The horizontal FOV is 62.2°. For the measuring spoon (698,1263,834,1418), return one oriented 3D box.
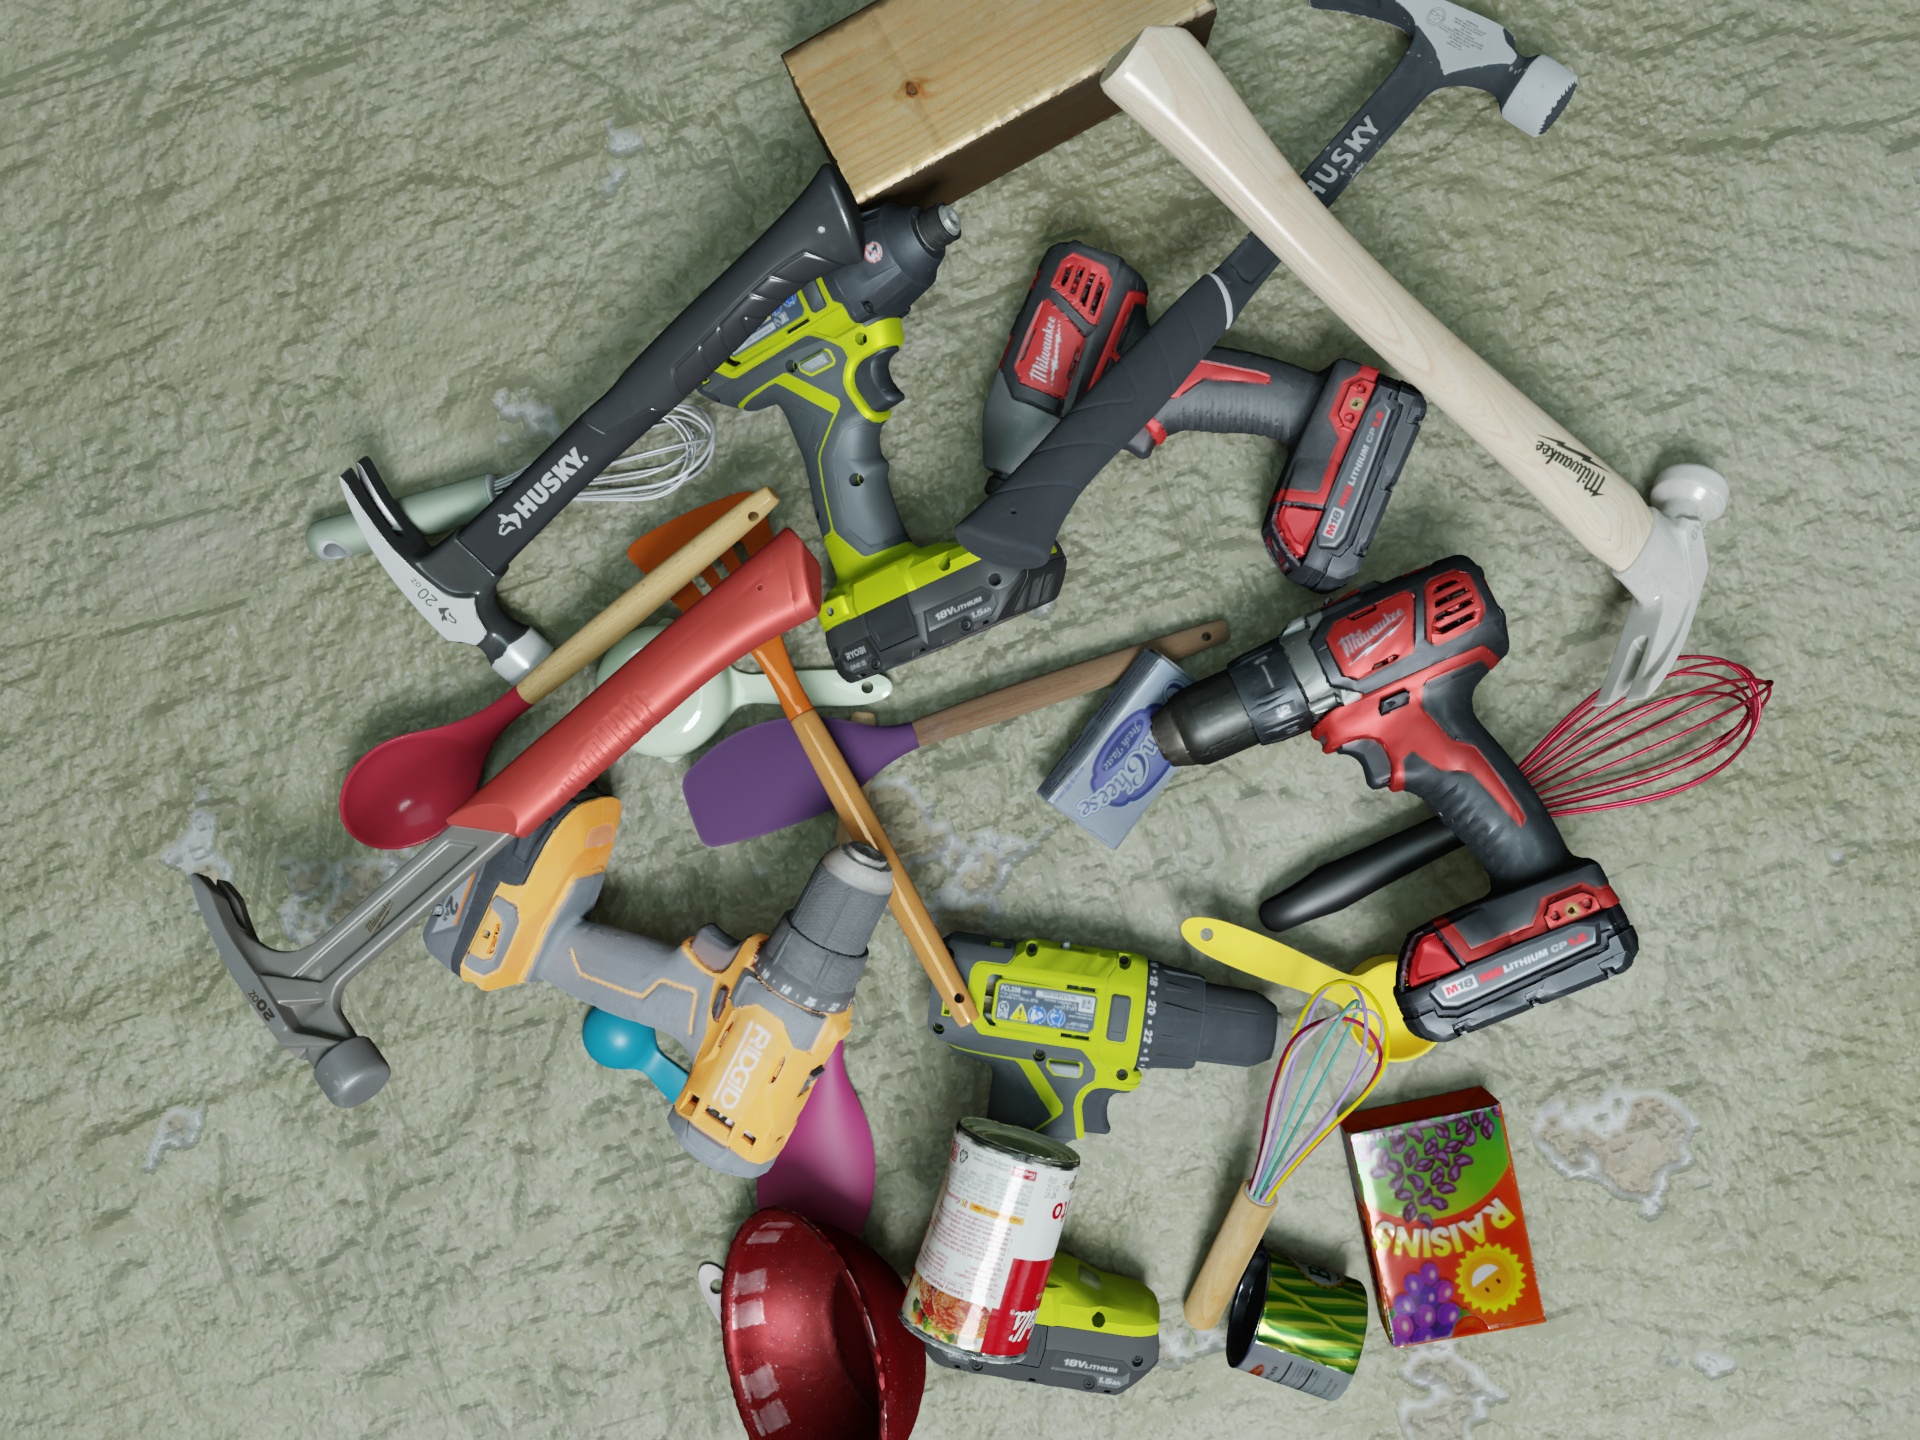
[{"bbox_3d":[-0.112,0.365,0.918,0.034,0.018,0.124,-36,83,-7],"label":"measuring spoon"}]

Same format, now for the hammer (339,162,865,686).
[{"bbox_3d":[-0.178,-0.163,0.825,0.334,0.035,0.146,-38,108,22],"label":"hammer"}]

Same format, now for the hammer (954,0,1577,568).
[{"bbox_3d":[0.139,-0.231,0.809,0.149,0.036,0.409,39,76,12],"label":"hammer"}]

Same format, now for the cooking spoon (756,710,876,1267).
[{"bbox_3d":[-0.072,0.153,0.903,0.069,0.017,0.319,6,92,9],"label":"cooking spoon"}]

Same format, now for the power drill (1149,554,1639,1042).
[{"bbox_3d":[0.218,0.047,0.813,0.188,0.080,0.227,-24,78,10],"label":"power drill"}]

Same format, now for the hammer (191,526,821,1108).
[{"bbox_3d":[-0.219,0.024,0.810,0.359,0.036,0.149,-41,71,-2],"label":"hammer"}]

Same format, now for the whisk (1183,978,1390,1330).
[{"bbox_3d":[0.167,0.238,0.840,0.047,0.051,0.244,25,119,14],"label":"whisk"}]

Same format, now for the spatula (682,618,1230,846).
[{"bbox_3d":[-0.001,-0.003,0.883,0.316,0.018,0.060,-18,92,-1],"label":"spatula"}]

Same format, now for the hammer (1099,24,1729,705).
[{"bbox_3d":[0.223,-0.173,0.773,0.410,0.038,0.146,36,67,-19],"label":"hammer"}]

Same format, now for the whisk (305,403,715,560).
[{"bbox_3d":[-0.254,-0.131,0.895,0.246,0.057,0.059,-14,57,7],"label":"whisk"}]

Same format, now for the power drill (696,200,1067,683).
[{"bbox_3d":[-0.039,-0.147,0.839,0.171,0.080,0.223,-22,92,32],"label":"power drill"}]

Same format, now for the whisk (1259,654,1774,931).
[{"bbox_3d":[0.296,0.044,0.861,0.296,0.073,0.073,-27,90,9],"label":"whisk"}]

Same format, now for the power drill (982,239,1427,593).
[{"bbox_3d":[0.122,-0.154,0.856,0.219,0.078,0.143,23,92,5],"label":"power drill"}]

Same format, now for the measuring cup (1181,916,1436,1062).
[{"bbox_3d":[0.192,0.139,0.877,0.156,0.029,0.062,22,94,-2],"label":"measuring cup"}]

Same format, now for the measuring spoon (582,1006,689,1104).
[{"bbox_3d":[-0.166,0.209,0.908,0.128,0.021,0.042,42,94,2],"label":"measuring spoon"}]

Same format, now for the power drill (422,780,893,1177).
[{"bbox_3d":[-0.155,0.108,0.847,0.226,0.084,0.185,30,102,14],"label":"power drill"}]

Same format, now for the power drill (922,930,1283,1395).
[{"bbox_3d":[0.068,0.237,0.871,0.190,0.080,0.228,8,90,4],"label":"power drill"}]

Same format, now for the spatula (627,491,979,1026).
[{"bbox_3d":[-0.074,0.020,0.860,0.081,0.041,0.323,-28,84,-13],"label":"spatula"}]

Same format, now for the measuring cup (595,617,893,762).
[{"bbox_3d":[-0.123,-0.017,0.890,0.167,0.038,0.083,-1,92,5],"label":"measuring cup"}]

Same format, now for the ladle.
[{"bbox_3d":[-0.220,-0.029,0.867,0.315,0.031,0.069,-36,131,16],"label":"ladle"}]
